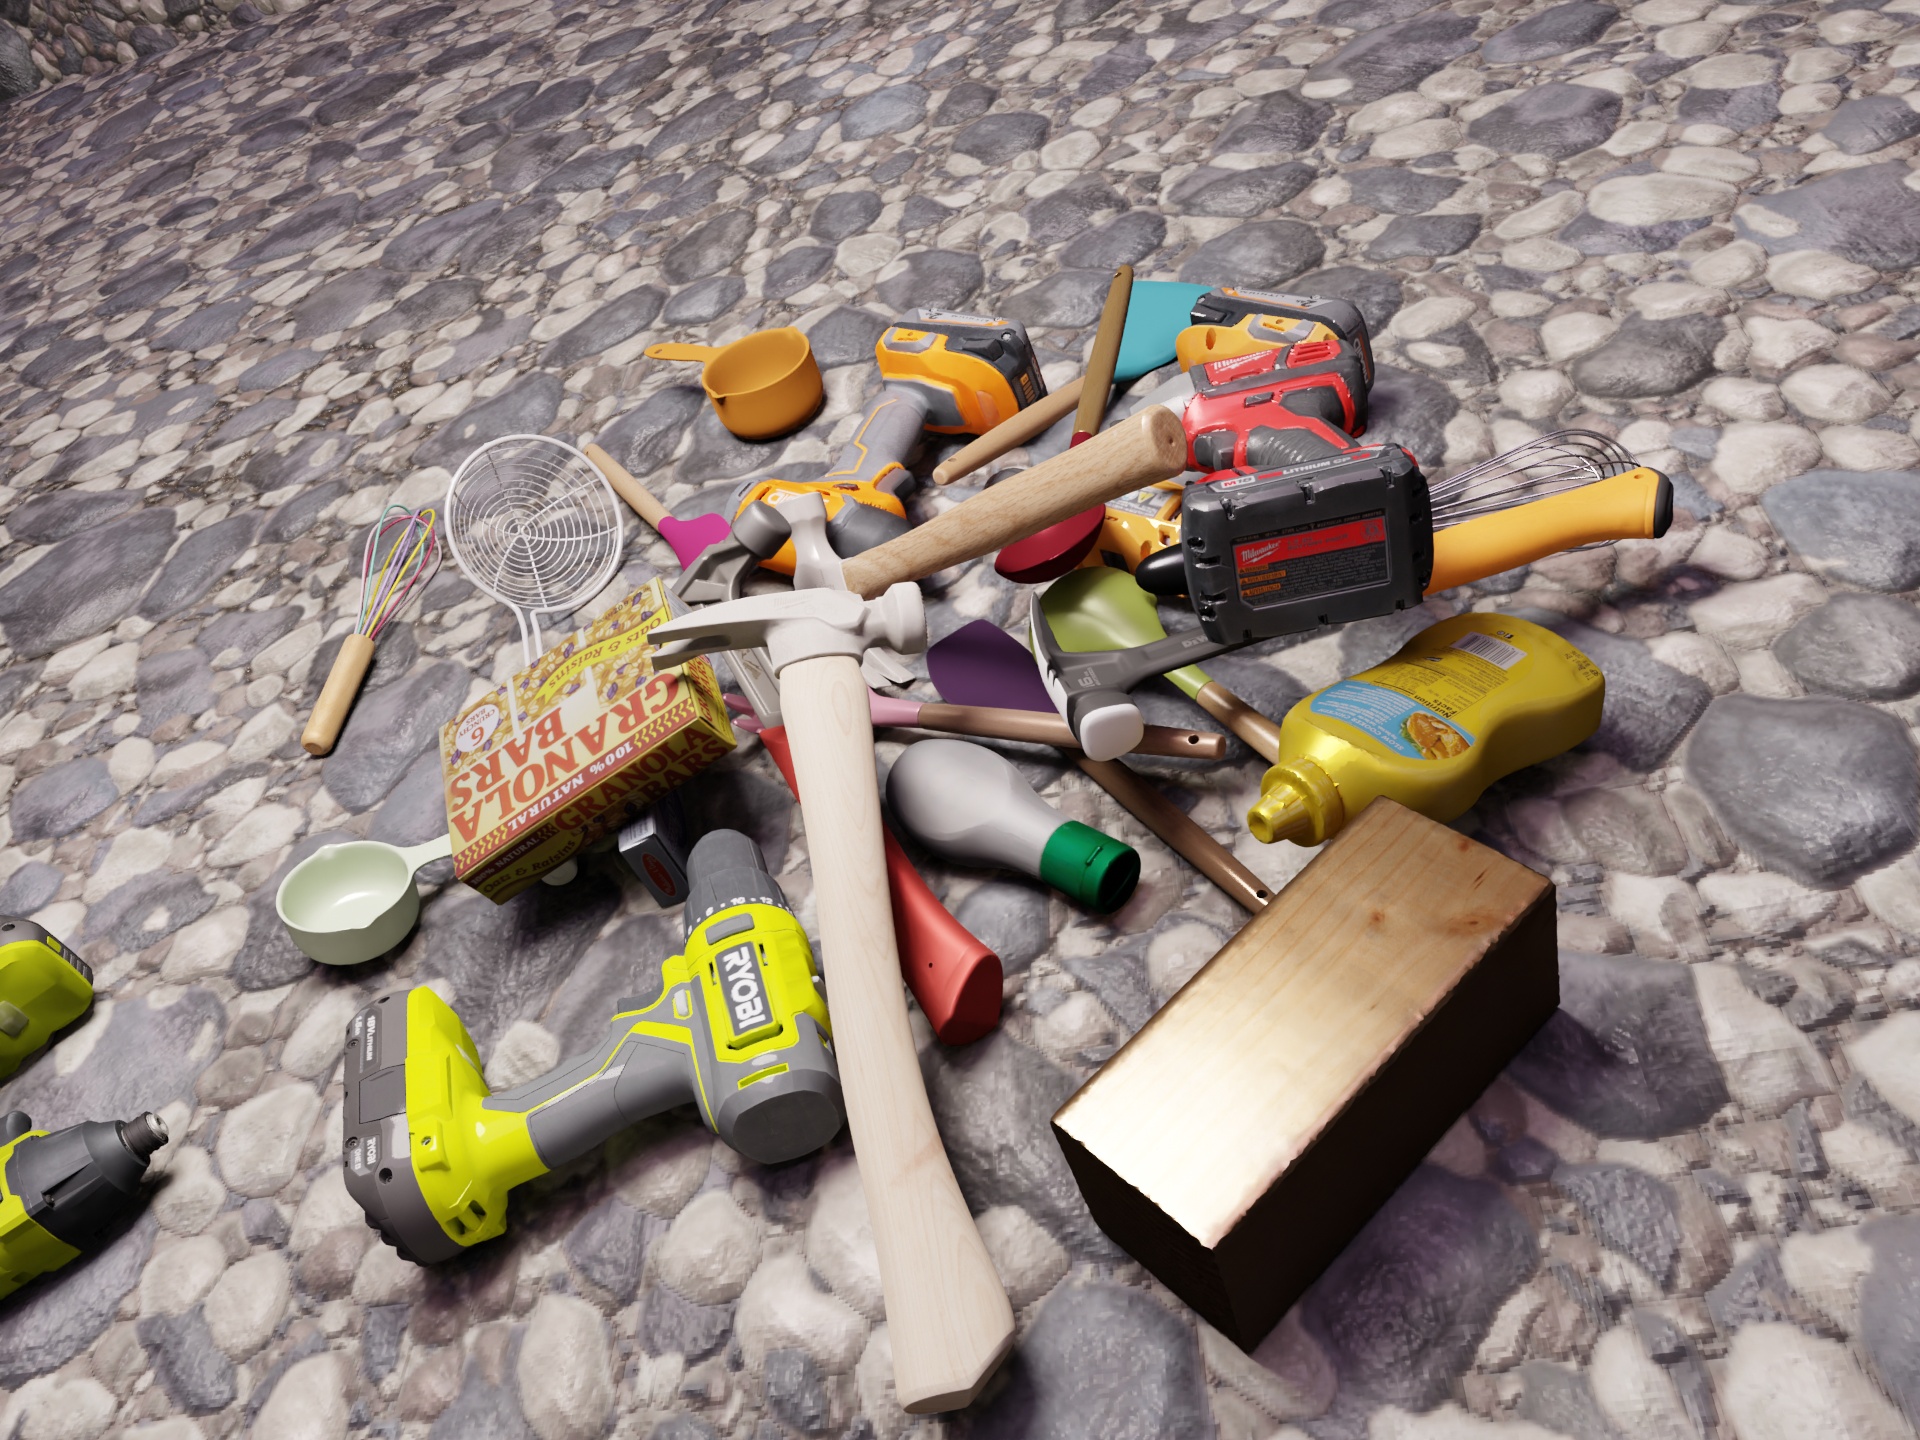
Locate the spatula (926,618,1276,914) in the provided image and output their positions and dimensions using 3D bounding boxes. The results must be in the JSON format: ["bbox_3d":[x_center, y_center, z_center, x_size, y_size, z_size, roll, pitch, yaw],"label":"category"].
[{"bbox_3d":[0.071,0.022,0.866,0.060,0.018,0.316,-33,41,-14],"label":"spatula"}]

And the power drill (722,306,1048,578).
[{"bbox_3d":[-0.036,-0.177,1.077,0.164,0.084,0.226,19,60,36],"label":"power drill"}]

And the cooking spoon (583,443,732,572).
[{"bbox_3d":[-0.221,-0.149,1.149,0.017,0.068,0.319,2,24,-32],"label":"cooking spoon"}]

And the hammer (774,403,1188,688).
[{"bbox_3d":[0.003,-0.101,0.875,0.031,0.130,0.331,-17,1,-37],"label":"hammer"}]

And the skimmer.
[{"bbox_3d":[-0.266,-0.052,1.028,0.127,0.090,0.364,13,35,-30],"label":"skimmer"}]

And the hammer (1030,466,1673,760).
[{"bbox_3d":[0.203,-0.070,0.819,0.337,0.034,0.127,-18,33,-4],"label":"hammer"}]

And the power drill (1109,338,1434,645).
[{"bbox_3d":[0.156,-0.131,0.829,0.143,0.078,0.220,-11,32,6],"label":"power drill"}]

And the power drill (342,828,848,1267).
[{"bbox_3d":[-0.179,0.155,0.790,0.228,0.080,0.191,-21,43,-3],"label":"power drill"}]

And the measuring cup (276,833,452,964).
[{"bbox_3d":[-0.318,0.094,0.950,0.167,0.038,0.083,-22,42,-26],"label":"measuring cup"}]

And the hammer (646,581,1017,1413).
[{"bbox_3d":[-0.056,0.102,0.731,0.146,0.038,0.411,-8,54,-7],"label":"hammer"}]

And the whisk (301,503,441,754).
[{"bbox_3d":[-0.430,-0.074,1.161,0.047,0.051,0.245,-5,47,11],"label":"whisk"}]

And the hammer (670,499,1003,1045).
[{"bbox_3d":[-0.084,0.036,0.865,0.149,0.036,0.359,-49,50,17],"label":"hammer"}]

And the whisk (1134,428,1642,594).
[{"bbox_3d":[0.237,-0.105,0.879,0.284,0.070,0.070,-11,42,3],"label":"whisk"}]

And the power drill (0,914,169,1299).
[{"bbox_3d":[-0.534,0.217,0.876,0.171,0.080,0.223,-34,47,-12],"label":"power drill"}]

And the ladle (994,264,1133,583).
[{"bbox_3d":[0.078,-0.189,0.981,0.069,0.031,0.316,-15,41,32],"label":"ladle"}]

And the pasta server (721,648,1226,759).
[{"bbox_3d":[-0.001,-0.003,0.891,0.316,0.040,0.060,6,71,33],"label":"pasta server"}]

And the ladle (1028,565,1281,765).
[{"bbox_3d":[0.149,0.007,0.841,0.078,0.062,0.320,-33,49,-19],"label":"ladle"}]

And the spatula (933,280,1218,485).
[{"bbox_3d":[0.075,-0.231,1.079,0.082,0.044,0.317,16,37,31],"label":"spatula"}]

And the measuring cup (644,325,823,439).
[{"bbox_3d":[-0.182,-0.266,1.251,0.174,0.052,0.095,16,54,37],"label":"measuring cup"}]

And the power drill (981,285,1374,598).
[{"bbox_3d":[0.135,-0.178,1.008,0.185,0.084,0.226,20,60,39],"label":"power drill"}]
